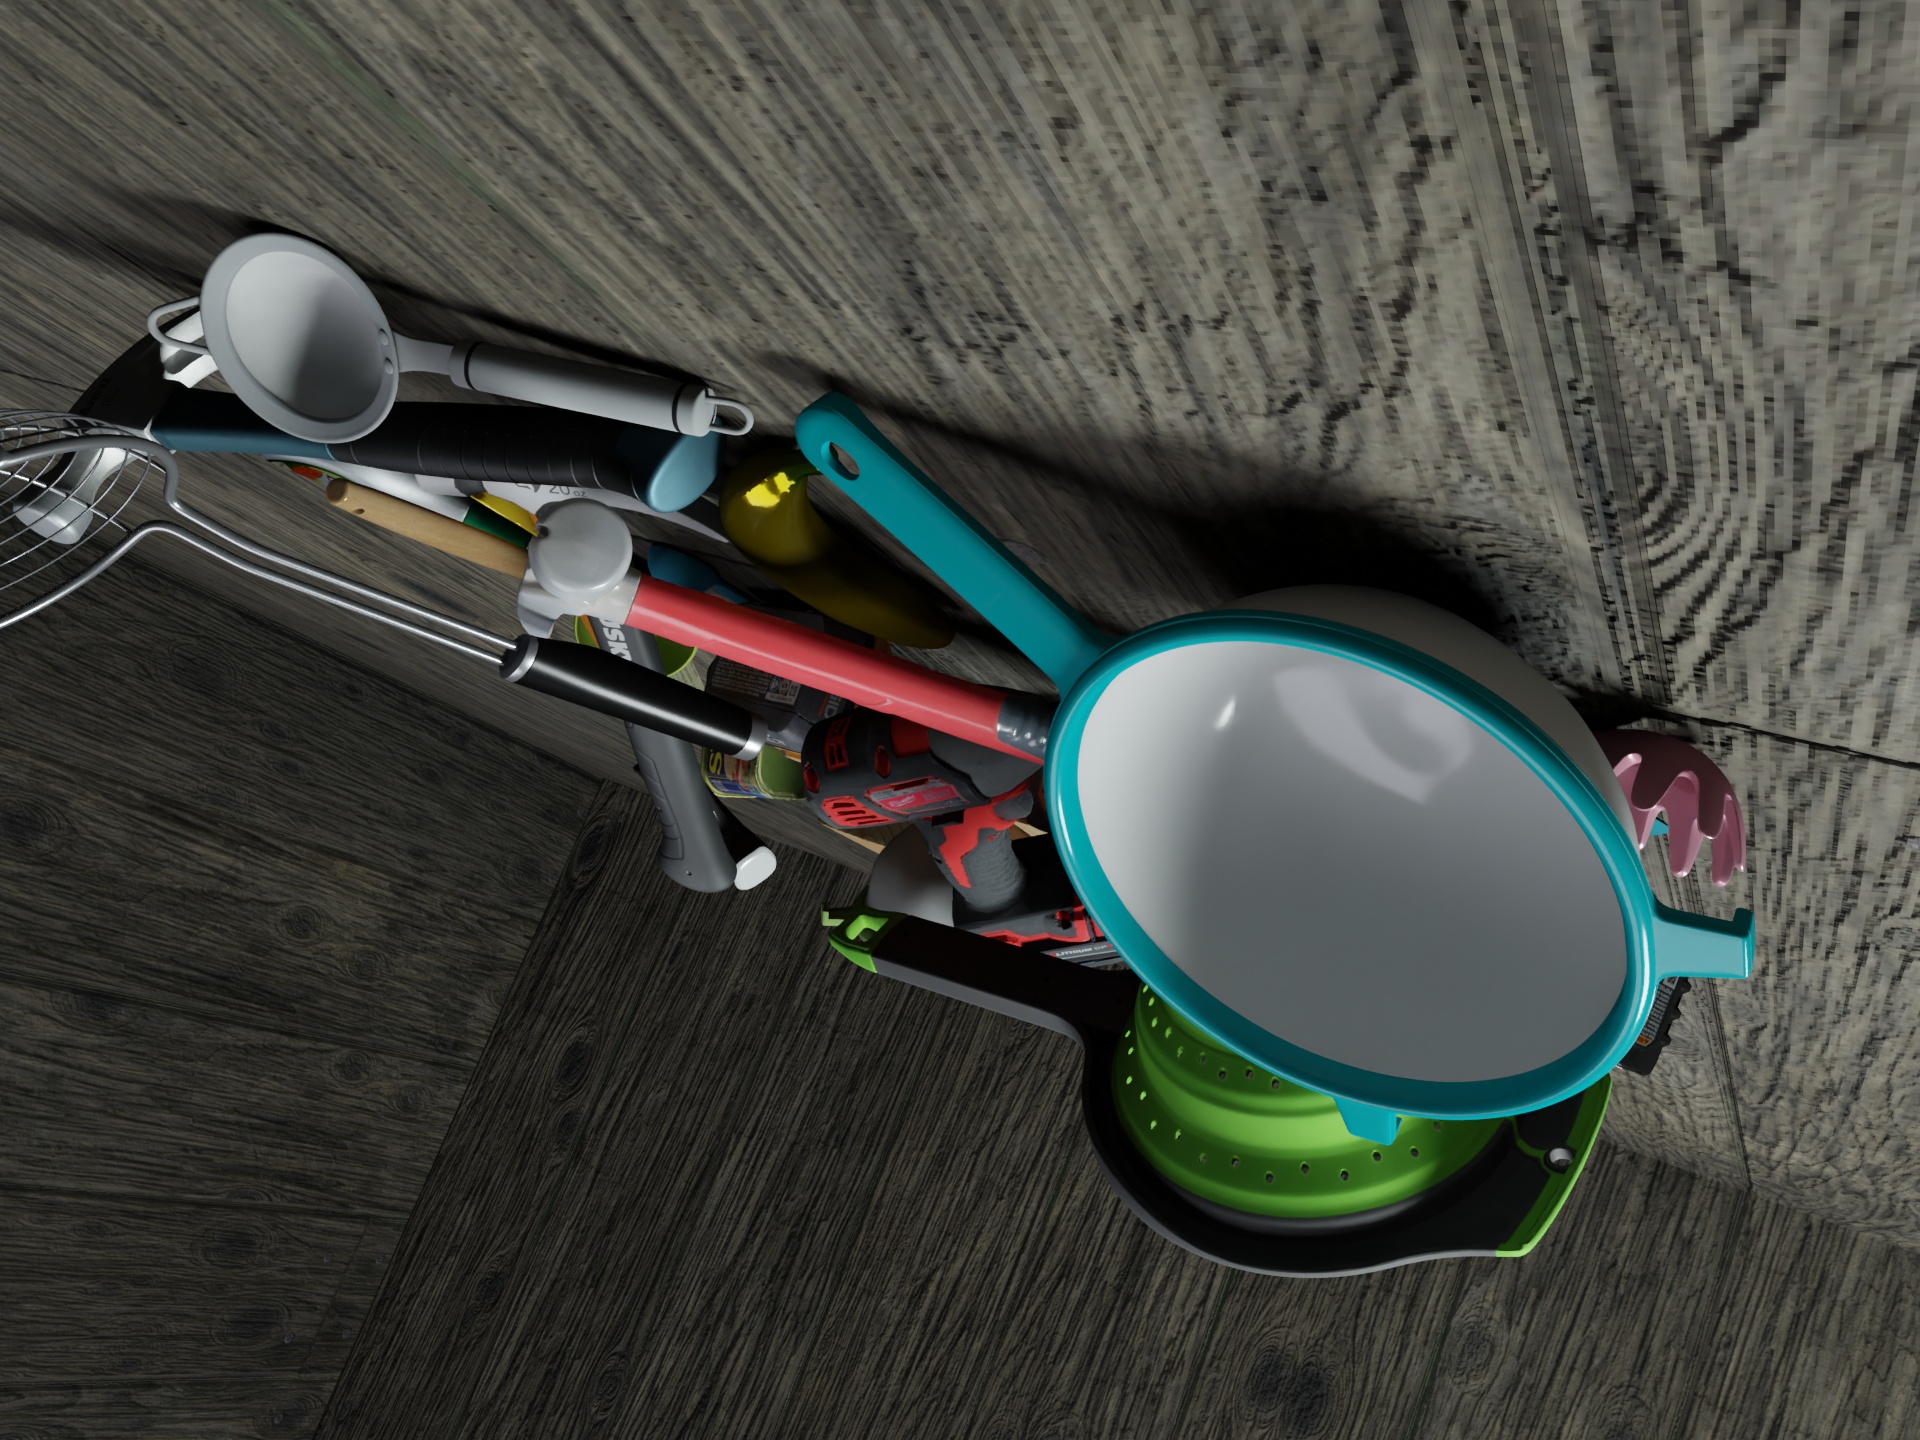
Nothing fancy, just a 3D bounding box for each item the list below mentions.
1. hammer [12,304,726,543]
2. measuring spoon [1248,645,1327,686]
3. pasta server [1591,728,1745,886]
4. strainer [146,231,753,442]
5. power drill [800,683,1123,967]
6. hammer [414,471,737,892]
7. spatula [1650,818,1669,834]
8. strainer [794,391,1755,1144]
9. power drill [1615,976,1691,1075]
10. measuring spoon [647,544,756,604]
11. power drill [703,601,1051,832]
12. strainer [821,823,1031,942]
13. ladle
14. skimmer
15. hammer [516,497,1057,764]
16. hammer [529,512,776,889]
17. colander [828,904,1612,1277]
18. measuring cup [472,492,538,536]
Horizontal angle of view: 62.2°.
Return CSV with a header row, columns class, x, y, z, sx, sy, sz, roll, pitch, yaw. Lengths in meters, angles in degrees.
class,x,y,z,sx,sy,sz,roll,pitch,yaw
hammer,-0.252,-0.121,0.680,0.331,0.128,0.033,8,153,21
measuring spoon,0.132,-0.020,0.651,0.034,0.018,0.124,18,177,10
pasta server,0.180,0.017,0.659,0.060,0.040,0.316,36,166,-27
strainer,-0.198,-0.141,0.626,0.258,0.050,0.086,14,125,15
power drill,0.026,0.055,0.853,0.143,0.079,0.219,-14,143,23
hammer,-0.157,-0.014,0.814,0.146,0.035,0.334,7,141,11
spatula,0.187,0.082,0.776,0.082,0.044,0.317,24,143,-22
strainer,0.093,-0.012,0.554,0.340,0.095,0.211,42,142,4
power drill,0.295,0.128,0.914,0.171,0.080,0.223,27,173,-22
measuring spoon,-0.138,-0.067,0.946,0.042,0.021,0.128,14,166,40
power drill,-0.045,0.002,0.969,0.226,0.084,0.185,24,173,-37
strainer,0.035,0.083,1.060,0.151,0.069,0.256,13,-155,32
ladle,-0.237,-0.075,0.875,0.078,0.062,0.320,-19,168,13
skimmer,-0.220,-0.019,0.593,0.363,0.090,0.127,22,137,-39
hammer,-0.001,-0.002,0.701,0.386,0.038,0.143,19,167,-14
hammer,-0.184,-0.032,0.894,0.127,0.034,0.336,43,161,32
colander,0.082,0.113,0.730,0.397,0.204,0.094,11,130,38
measuring cup,-0.276,-0.147,0.835,0.156,0.029,0.062,33,177,4
